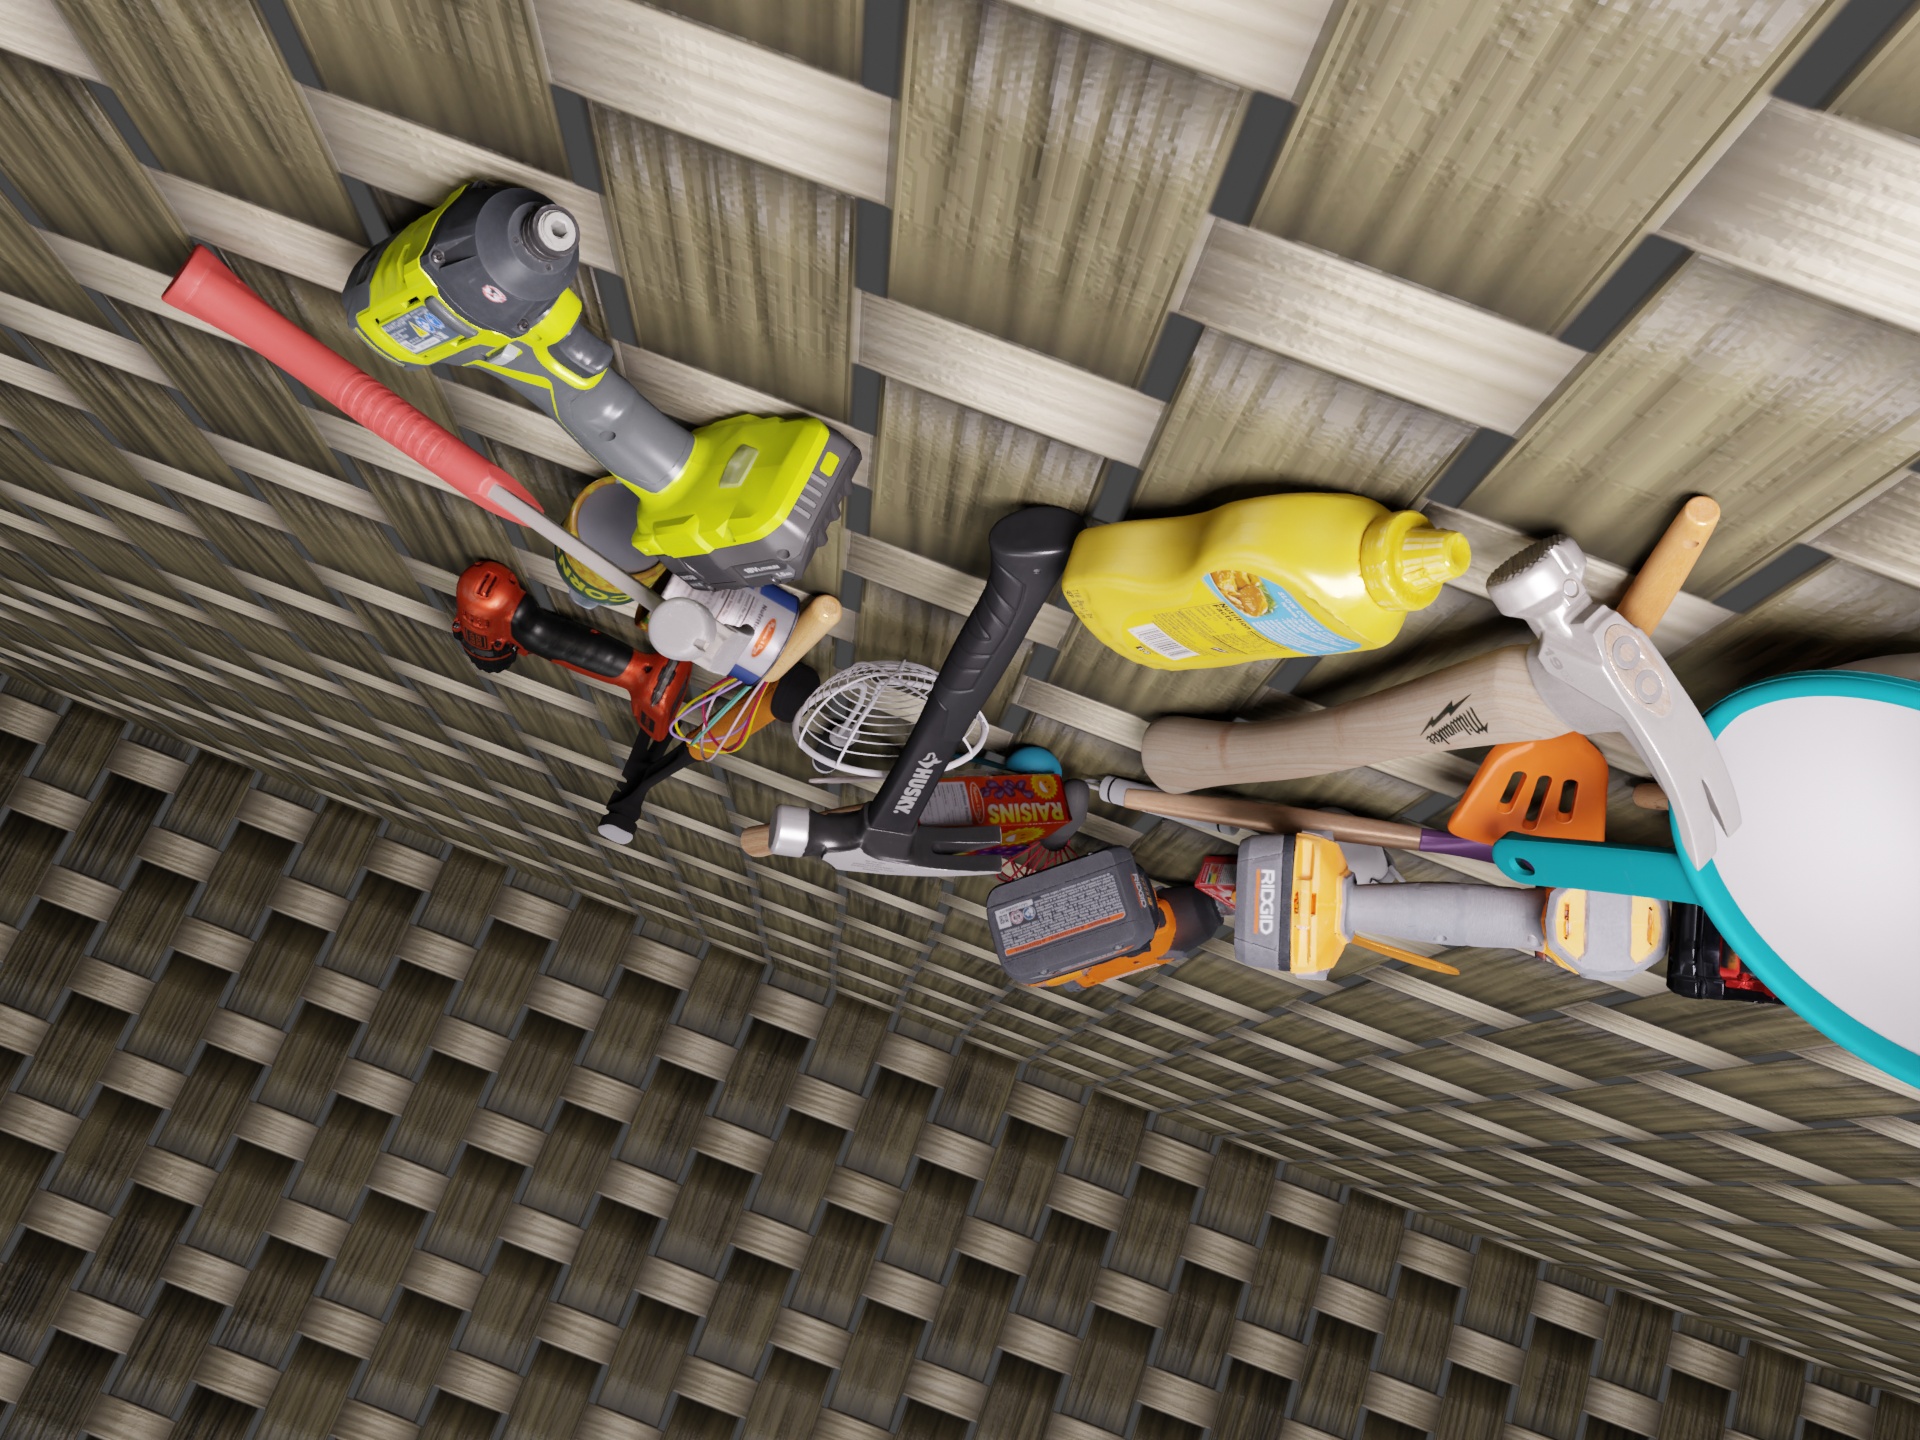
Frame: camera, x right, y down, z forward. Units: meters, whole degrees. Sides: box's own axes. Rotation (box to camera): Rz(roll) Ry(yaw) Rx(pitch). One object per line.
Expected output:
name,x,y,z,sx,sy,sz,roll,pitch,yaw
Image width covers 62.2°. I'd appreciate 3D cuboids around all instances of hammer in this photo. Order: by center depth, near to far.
hammer,0.205,0.015,0.816,0.146,0.038,0.410,54,160,-6
hammer,-0.269,-0.138,0.857,0.359,0.037,0.149,35,-179,1
hammer,-0.001,-0.003,0.896,0.146,0.035,0.334,10,144,-15
hammer,-0.201,0.009,1.282,0.034,0.127,0.337,30,151,-23
hammer,-0.072,0.078,1.285,0.130,0.031,0.331,12,162,-38

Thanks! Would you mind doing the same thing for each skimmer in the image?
skimmer,-0.073,0.027,1.162,0.127,0.090,0.363,-5,170,-13

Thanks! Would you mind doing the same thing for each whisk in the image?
whisk,-0.137,-0.027,1.094,0.047,0.051,0.245,53,143,0
whisk,0.070,0.096,1.242,0.073,0.073,0.295,20,161,2

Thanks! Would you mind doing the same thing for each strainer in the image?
strainer,0.375,0.049,0.685,0.211,0.095,0.340,58,161,-12
strainer,0.188,0.068,1.070,0.259,0.050,0.087,14,-154,38

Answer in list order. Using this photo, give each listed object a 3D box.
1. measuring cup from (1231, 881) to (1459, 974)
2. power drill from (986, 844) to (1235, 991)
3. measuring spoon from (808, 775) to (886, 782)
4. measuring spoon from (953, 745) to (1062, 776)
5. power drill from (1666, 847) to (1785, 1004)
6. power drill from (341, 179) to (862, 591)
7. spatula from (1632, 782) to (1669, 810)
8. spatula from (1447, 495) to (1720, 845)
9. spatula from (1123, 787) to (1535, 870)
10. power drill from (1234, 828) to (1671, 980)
measuring cup,0.281,0.130,1.131,0.173,0.052,0.095,21,163,-5
power drill,0.125,0.158,1.251,0.164,0.084,0.226,-21,162,15
measuring spoon,-0.064,0.052,1.262,0.124,0.018,0.034,0,178,-31
measuring spoon,0.030,0.025,1.171,0.042,0.021,0.129,15,178,-33
power drill,0.484,0.110,0.766,0.187,0.080,0.227,12,172,-44
power drill,-0.161,-0.155,0.747,0.223,0.080,0.171,37,157,-34
spatula,0.449,0.048,0.702,0.082,0.044,0.317,25,165,-36
spatula,0.288,-0.008,0.722,0.081,0.041,0.322,10,159,11
spatula,0.257,0.069,0.979,0.316,0.018,0.059,7,161,15
power drill,0.284,0.112,0.927,0.226,0.084,0.185,2,174,18
